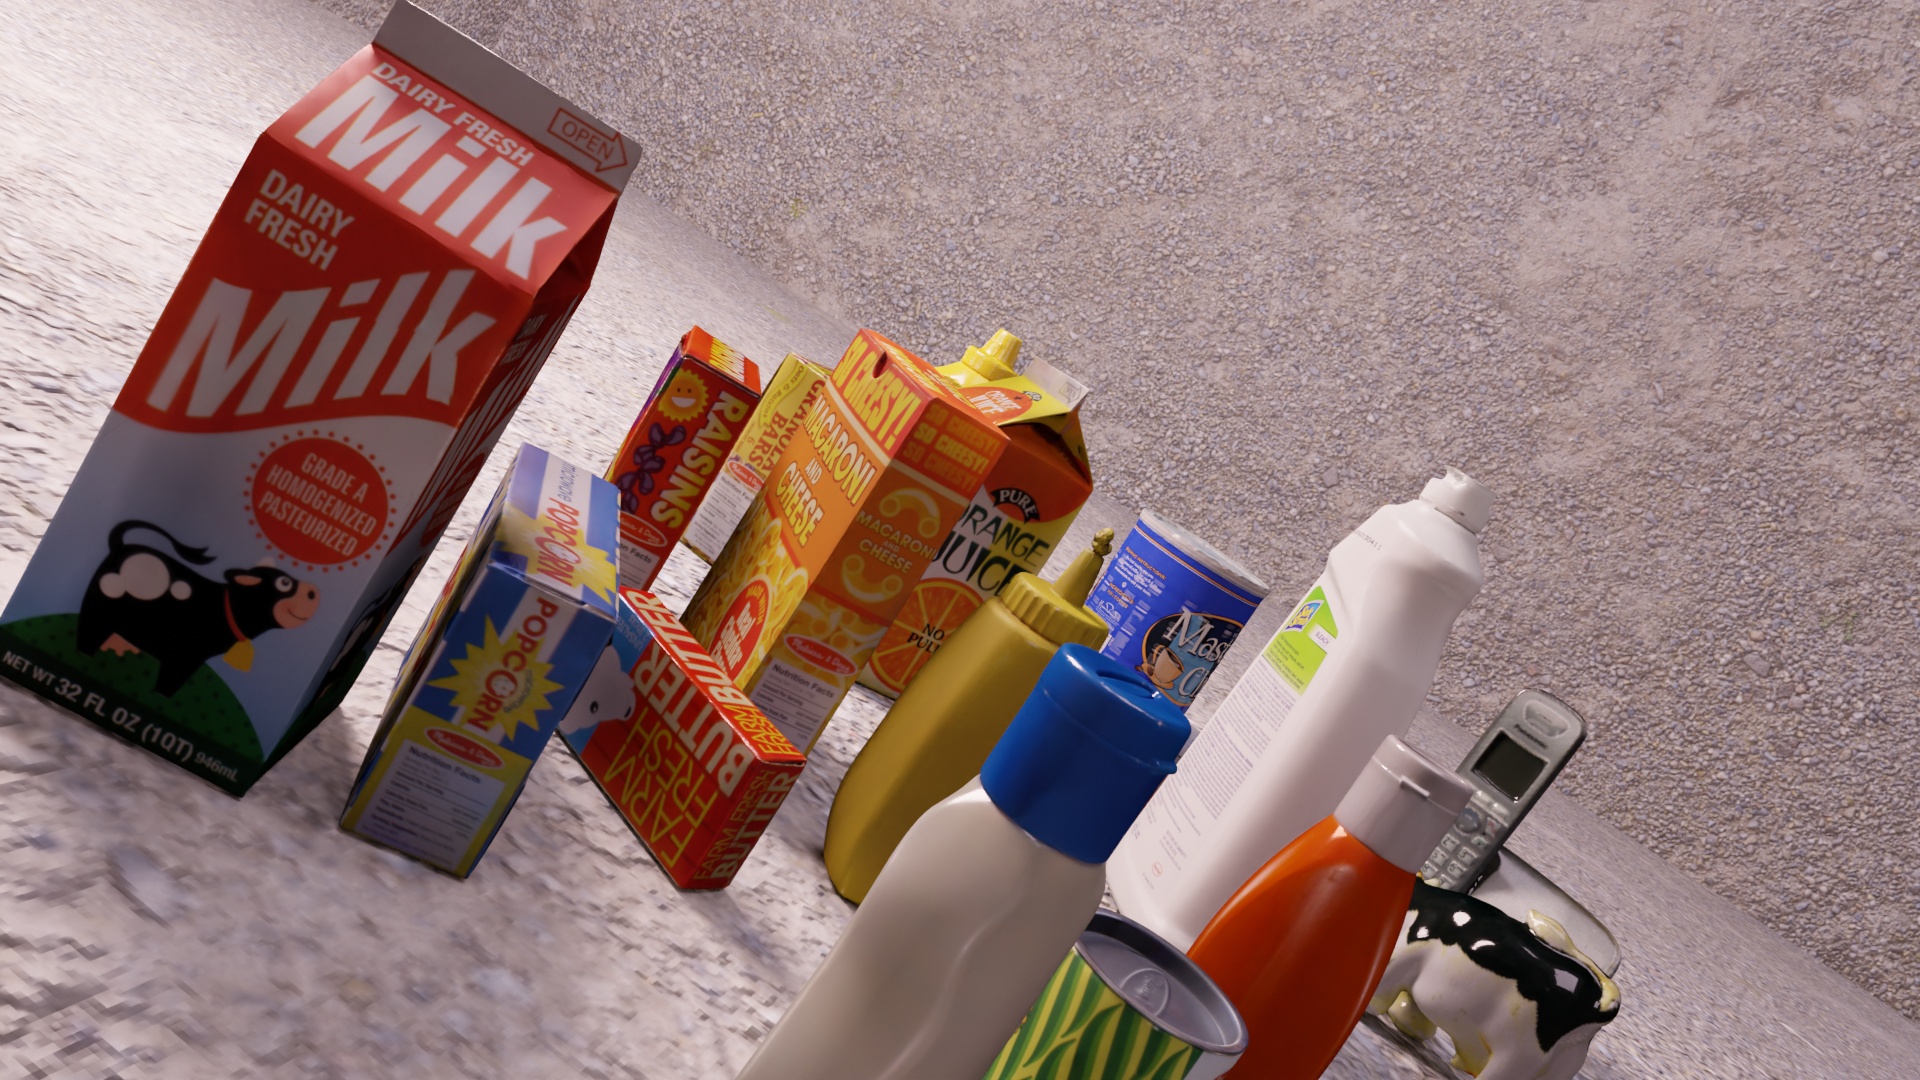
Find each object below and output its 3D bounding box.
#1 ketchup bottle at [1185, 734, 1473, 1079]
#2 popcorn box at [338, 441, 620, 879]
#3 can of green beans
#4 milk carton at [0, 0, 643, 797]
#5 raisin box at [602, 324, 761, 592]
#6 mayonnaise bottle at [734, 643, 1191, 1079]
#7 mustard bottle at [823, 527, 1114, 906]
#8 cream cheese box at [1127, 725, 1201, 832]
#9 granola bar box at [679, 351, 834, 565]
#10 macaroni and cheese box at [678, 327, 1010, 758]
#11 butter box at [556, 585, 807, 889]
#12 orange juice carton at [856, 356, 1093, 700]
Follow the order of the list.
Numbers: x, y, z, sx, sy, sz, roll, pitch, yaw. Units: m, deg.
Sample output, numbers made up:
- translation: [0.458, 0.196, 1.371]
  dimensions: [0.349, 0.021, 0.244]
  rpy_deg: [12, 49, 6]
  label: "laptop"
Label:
- translation: [0.134, 0.143, 0.521]
  dimensions: [0.065, 0.148, 0.043]
  rpy_deg: [35, 9, 18]
  label: "ketchup bottle"
- translation: [-0.138, 0.028, 0.415]
  dimensions: [0.038, 0.085, 0.127]
  rpy_deg: [29, 9, -21]
  label: "popcorn box"
- translation: [0.046, 0.158, 0.434]
  dimensions: [0.071, 0.057, 0.071]
  rpy_deg: [32, 9, -5]
  label: "can of green beans"
- translation: [-0.160, -0.038, 0.361]
  dimensions: [0.072, 0.190, 0.073]
  rpy_deg: [31, 9, -10]
  label: "milk carton"
- translation: [-0.134, -0.028, 0.607]
  dimensions: [0.040, 0.123, 0.086]
  rpy_deg: [30, 9, -15]
  label: "raisin box"
- translation: [0.000, 0.094, 0.330]
  dimensions: [0.041, 0.148, 0.065]
  rpy_deg: [38, 10, 33]
  label: "mayonnaise bottle"
- translation: [0.012, 0.063, 0.499]
  dimensions: [0.065, 0.160, 0.049]
  rpy_deg: [29, 9, -25]
  label: "mustard bottle"
- translation: [0.117, 0.137, 0.797]
  dimensions: [0.024, 0.053, 0.104]
  rpy_deg: [34, 9, 12]
  label: "cream cheese box"
- translation: [-0.083, -0.039, 0.831]
  dimensions: [0.039, 0.124, 0.165]
  rpy_deg: [35, 9, 19]
  label: "granola bar box"
- translation: [-0.057, 0.003, 0.564]
  dimensions: [0.040, 0.166, 0.124]
  rpy_deg: [29, 9, -24]
  label: "macaroni and cheese box"
- translation: [-0.099, 0.064, 0.463]
  dimensions: [0.104, 0.053, 0.024]
  rpy_deg: [39, 11, 36]
  label: "butter box"
- translation: [0.003, -0.009, 0.746]
  dimensions: [0.073, 0.192, 0.072]
  rpy_deg: [28, 10, -27]
  label: "orange juice carton"
